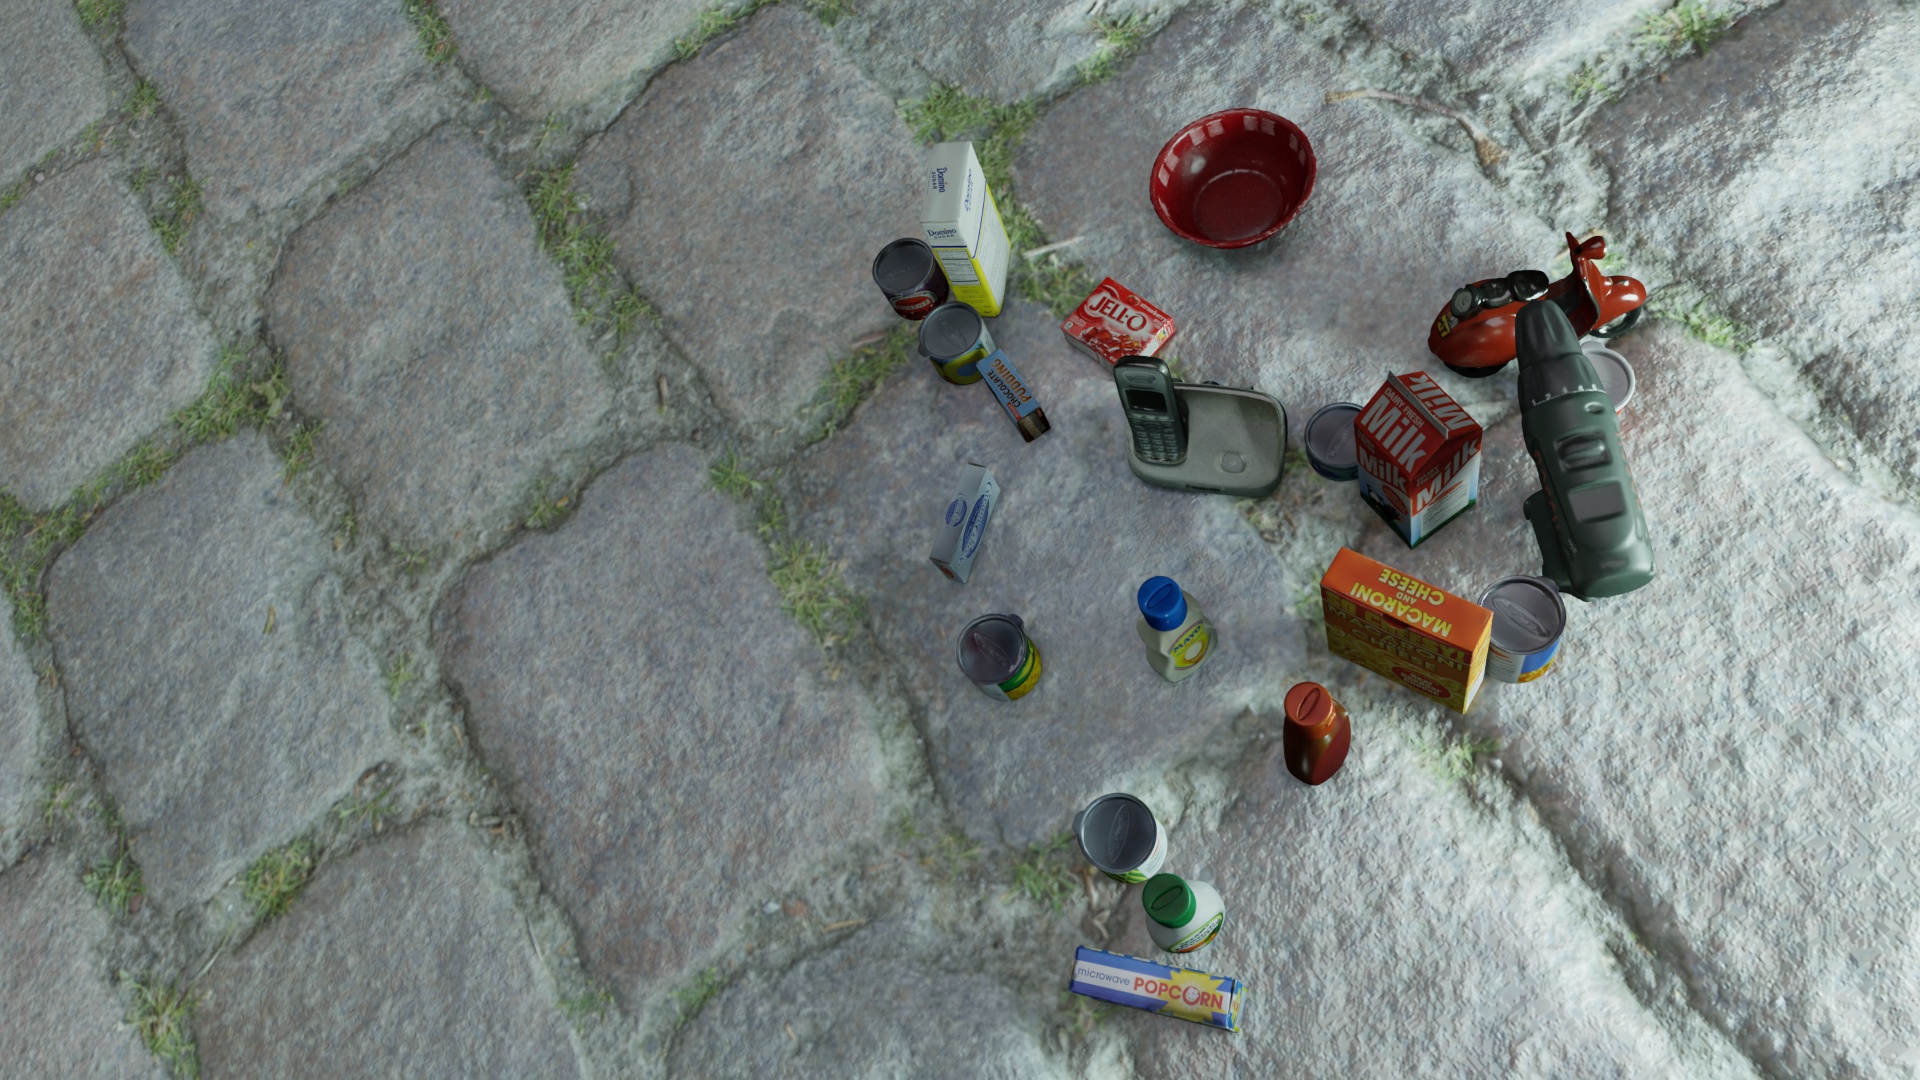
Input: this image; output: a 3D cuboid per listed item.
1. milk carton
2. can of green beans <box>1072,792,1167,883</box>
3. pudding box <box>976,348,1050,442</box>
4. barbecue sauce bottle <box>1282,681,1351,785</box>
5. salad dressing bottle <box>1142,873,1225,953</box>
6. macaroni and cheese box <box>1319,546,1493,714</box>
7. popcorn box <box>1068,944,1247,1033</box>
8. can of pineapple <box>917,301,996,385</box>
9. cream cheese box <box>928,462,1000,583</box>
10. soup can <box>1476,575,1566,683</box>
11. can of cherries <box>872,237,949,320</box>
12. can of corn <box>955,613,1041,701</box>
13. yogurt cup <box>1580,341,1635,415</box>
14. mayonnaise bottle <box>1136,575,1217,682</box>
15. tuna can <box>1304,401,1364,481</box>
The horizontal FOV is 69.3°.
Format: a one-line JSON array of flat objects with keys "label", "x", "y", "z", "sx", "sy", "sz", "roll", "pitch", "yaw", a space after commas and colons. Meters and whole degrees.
[{"label": "milk carton", "x": 0.377, "y": -0.072, "z": 1.147, "sx": 0.073, "sy": 0.190, "sz": 0.072, "roll": -36, "pitch": 62, "yaw": 1}, {"label": "can of green beans", "x": 0.136, "y": 0.249, "z": 1.160, "sx": 0.071, "sy": 0.057, "sz": 0.071, "roll": -7, "pitch": 66, "yaw": 15}, {"label": "pudding box", "x": 0.052, "y": -0.142, "z": 1.361, "sx": 0.030, "sy": 0.049, "sz": 0.084, "roll": -33, "pitch": 62, "yaw": 2}, {"label": "barbecue sauce bottle", "x": 0.282, "y": 0.150, "z": 1.105, "sx": 0.044, "sy": 0.148, "sz": 0.065, "roll": 30, "pitch": 79, "yaw": 26}, {"label": "salad dressing bottle", "x": 0.170, "y": 0.289, "z": 1.081, "sx": 0.064, "sy": 0.147, "sz": 0.044, "roll": -34, "pitch": 62, "yaw": 2}, {"label": "macaroni and cheese box", "x": 0.354, "y": 0.075, "z": 1.105, "sx": 0.124, "sy": 0.166, "sz": 0.040, "roll": 26, "pitch": 78, "yaw": 25}, {"label": "popcorn box", "x": 0.156, "y": 0.353, "z": 1.093, "sx": 0.127, "sy": 0.085, "sz": 0.038, "roll": 7, "pitch": 70, "yaw": 20}, {"label": "can of pineapple", "x": -0.004, "y": -0.197, "z": 1.397, "sx": 0.071, "sy": 0.057, "sz": 0.071, "roll": -7, "pitch": 66, "yaw": 15}, {"label": "cream cheese box", "x": 0.005, "y": -0.017, "z": 1.319, "sx": 0.024, "sy": 0.053, "sz": 0.104, "roll": 14, "pitch": 72, "yaw": 22}, {"label": "soup can", "x": 0.452, "y": 0.071, "z": 1.122, "sx": 0.071, "sy": 0.083, "sz": 0.071, "roll": -7, "pitch": 66, "yaw": 15}, {"label": "can of cherries", "x": -0.051, "y": -0.269, "z": 1.443, "sx": 0.071, "sy": 0.058, "sz": 0.072, "roll": -7, "pitch": 66, "yaw": 15}, {"label": "can of corn", "x": 0.037, "y": 0.105, "z": 1.254, "sx": 0.071, "sy": 0.058, "sz": 0.071, "roll": -7, "pitch": 66, "yaw": 15}, {"label": "yogurt cup", "x": 0.540, "y": -0.126, "z": 1.196, "sx": 0.072, "sy": 0.053, "sz": 0.072, "roll": -7, "pitch": 66, "yaw": 15}, {"label": "mayonnaise bottle", "x": 0.179, "y": 0.072, "z": 1.172, "sx": 0.065, "sy": 0.147, "sz": 0.041, "roll": -43, "pitch": 62, "yaw": -3}, {"label": "tuna can", "x": 0.347, "y": -0.088, "z": 1.253, "sx": 0.071, "sy": 0.032, "sz": 0.071, "roll": -6, "pitch": 66, "yaw": 15}]
